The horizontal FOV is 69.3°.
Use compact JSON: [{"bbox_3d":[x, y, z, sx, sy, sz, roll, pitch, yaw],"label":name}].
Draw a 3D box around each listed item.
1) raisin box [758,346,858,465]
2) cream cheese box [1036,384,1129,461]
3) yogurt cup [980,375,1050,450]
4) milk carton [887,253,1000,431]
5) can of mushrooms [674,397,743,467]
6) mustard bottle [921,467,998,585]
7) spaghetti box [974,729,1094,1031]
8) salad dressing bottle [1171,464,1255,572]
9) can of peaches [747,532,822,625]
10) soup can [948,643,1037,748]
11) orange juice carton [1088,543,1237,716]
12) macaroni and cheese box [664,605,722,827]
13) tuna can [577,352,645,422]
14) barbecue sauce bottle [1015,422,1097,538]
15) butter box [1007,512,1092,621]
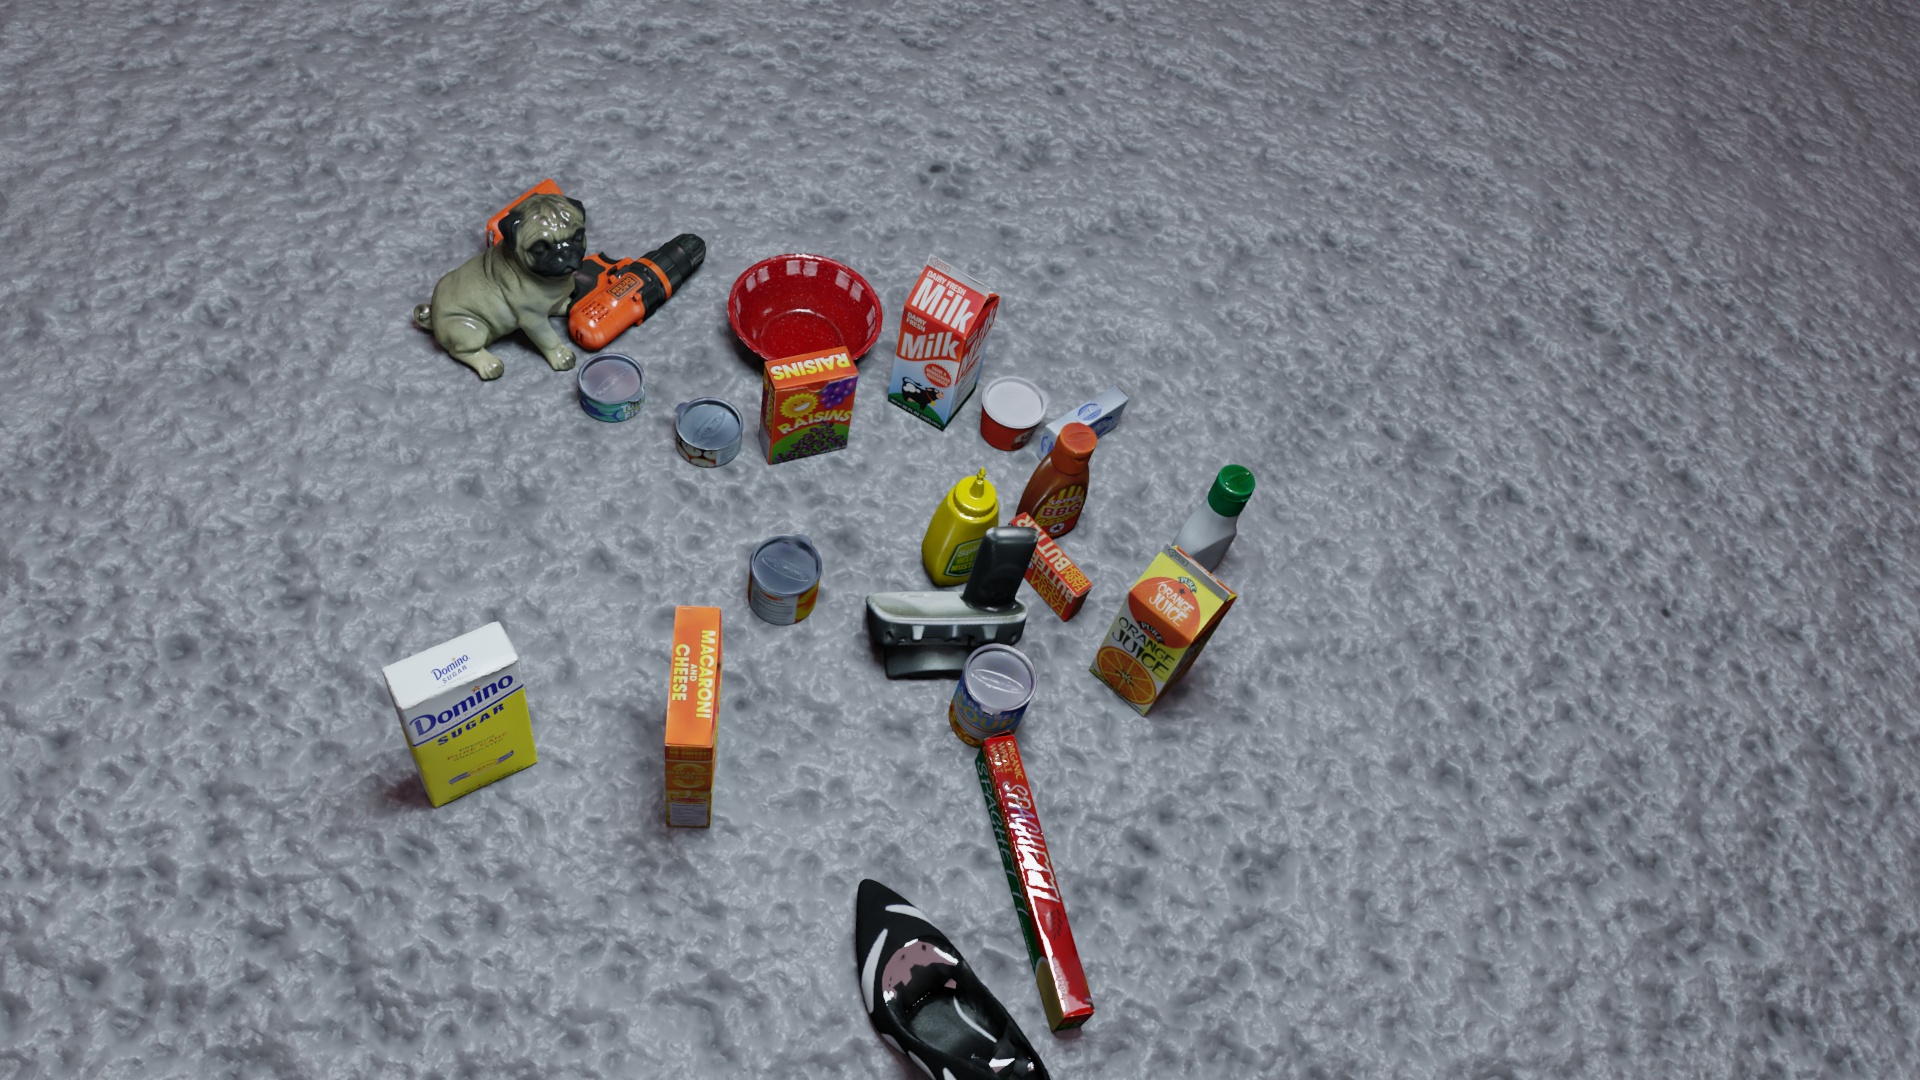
[{"bbox_3d":[-0.151,-0.131,1.367,0.086,0.122,0.040,-13,61,-19],"label":"raisin box"},{"bbox_3d":[0.128,-0.120,1.459,0.104,0.053,0.024,-32,68,-28],"label":"cream cheese box"},{"bbox_3d":[0.052,-0.130,1.450,0.072,0.053,0.073,5,56,-8],"label":"yogurt cup"},{"bbox_3d":[-0.016,-0.206,1.404,0.072,0.189,0.074,30,57,9],"label":"milk carton"},{"bbox_3d":[-0.253,-0.109,1.386,0.071,0.033,0.071,5,56,-8],"label":"can of mushrooms"},{"bbox_3d":[0.005,-0.016,1.300,0.065,0.159,0.049,-17,62,-21],"label":"mustard bottle"},{"bbox_3d":[0.060,0.285,1.179,0.029,0.050,0.251,-7,59,-16],"label":"spaghetti box"},{"bbox_3d":[0.248,-0.018,1.359,0.064,0.146,0.044,-22,64,-23],"label":"salad dressing bottle"},{"bbox_3d":[-0.163,0.036,1.293,0.071,0.057,0.071,5,56,-8],"label":"can of peaches"},{"bbox_3d":[0.027,0.143,1.245,0.071,0.083,0.072,5,56,-8],"label":"soup can"},{"bbox_3d":[0.187,0.075,1.258,0.072,0.191,0.073,41,59,15],"label":"orange juice carton"},{"bbox_3d":[-0.219,0.147,1.142,0.040,0.165,0.124,3,57,-9],"label":"macaroni and cheese box"},{"bbox_3d":[-0.348,-0.152,1.395,0.071,0.032,0.071,5,56,-8],"label":"tuna can"},{"bbox_3d":[0.097,-0.057,1.354,0.065,0.147,0.044,-12,60,-19],"label":"barbecue sauce bottle"},{"bbox_3d":[0.083,0.026,1.353,0.024,0.052,0.104,-31,68,-27],"label":"butter box"}]
